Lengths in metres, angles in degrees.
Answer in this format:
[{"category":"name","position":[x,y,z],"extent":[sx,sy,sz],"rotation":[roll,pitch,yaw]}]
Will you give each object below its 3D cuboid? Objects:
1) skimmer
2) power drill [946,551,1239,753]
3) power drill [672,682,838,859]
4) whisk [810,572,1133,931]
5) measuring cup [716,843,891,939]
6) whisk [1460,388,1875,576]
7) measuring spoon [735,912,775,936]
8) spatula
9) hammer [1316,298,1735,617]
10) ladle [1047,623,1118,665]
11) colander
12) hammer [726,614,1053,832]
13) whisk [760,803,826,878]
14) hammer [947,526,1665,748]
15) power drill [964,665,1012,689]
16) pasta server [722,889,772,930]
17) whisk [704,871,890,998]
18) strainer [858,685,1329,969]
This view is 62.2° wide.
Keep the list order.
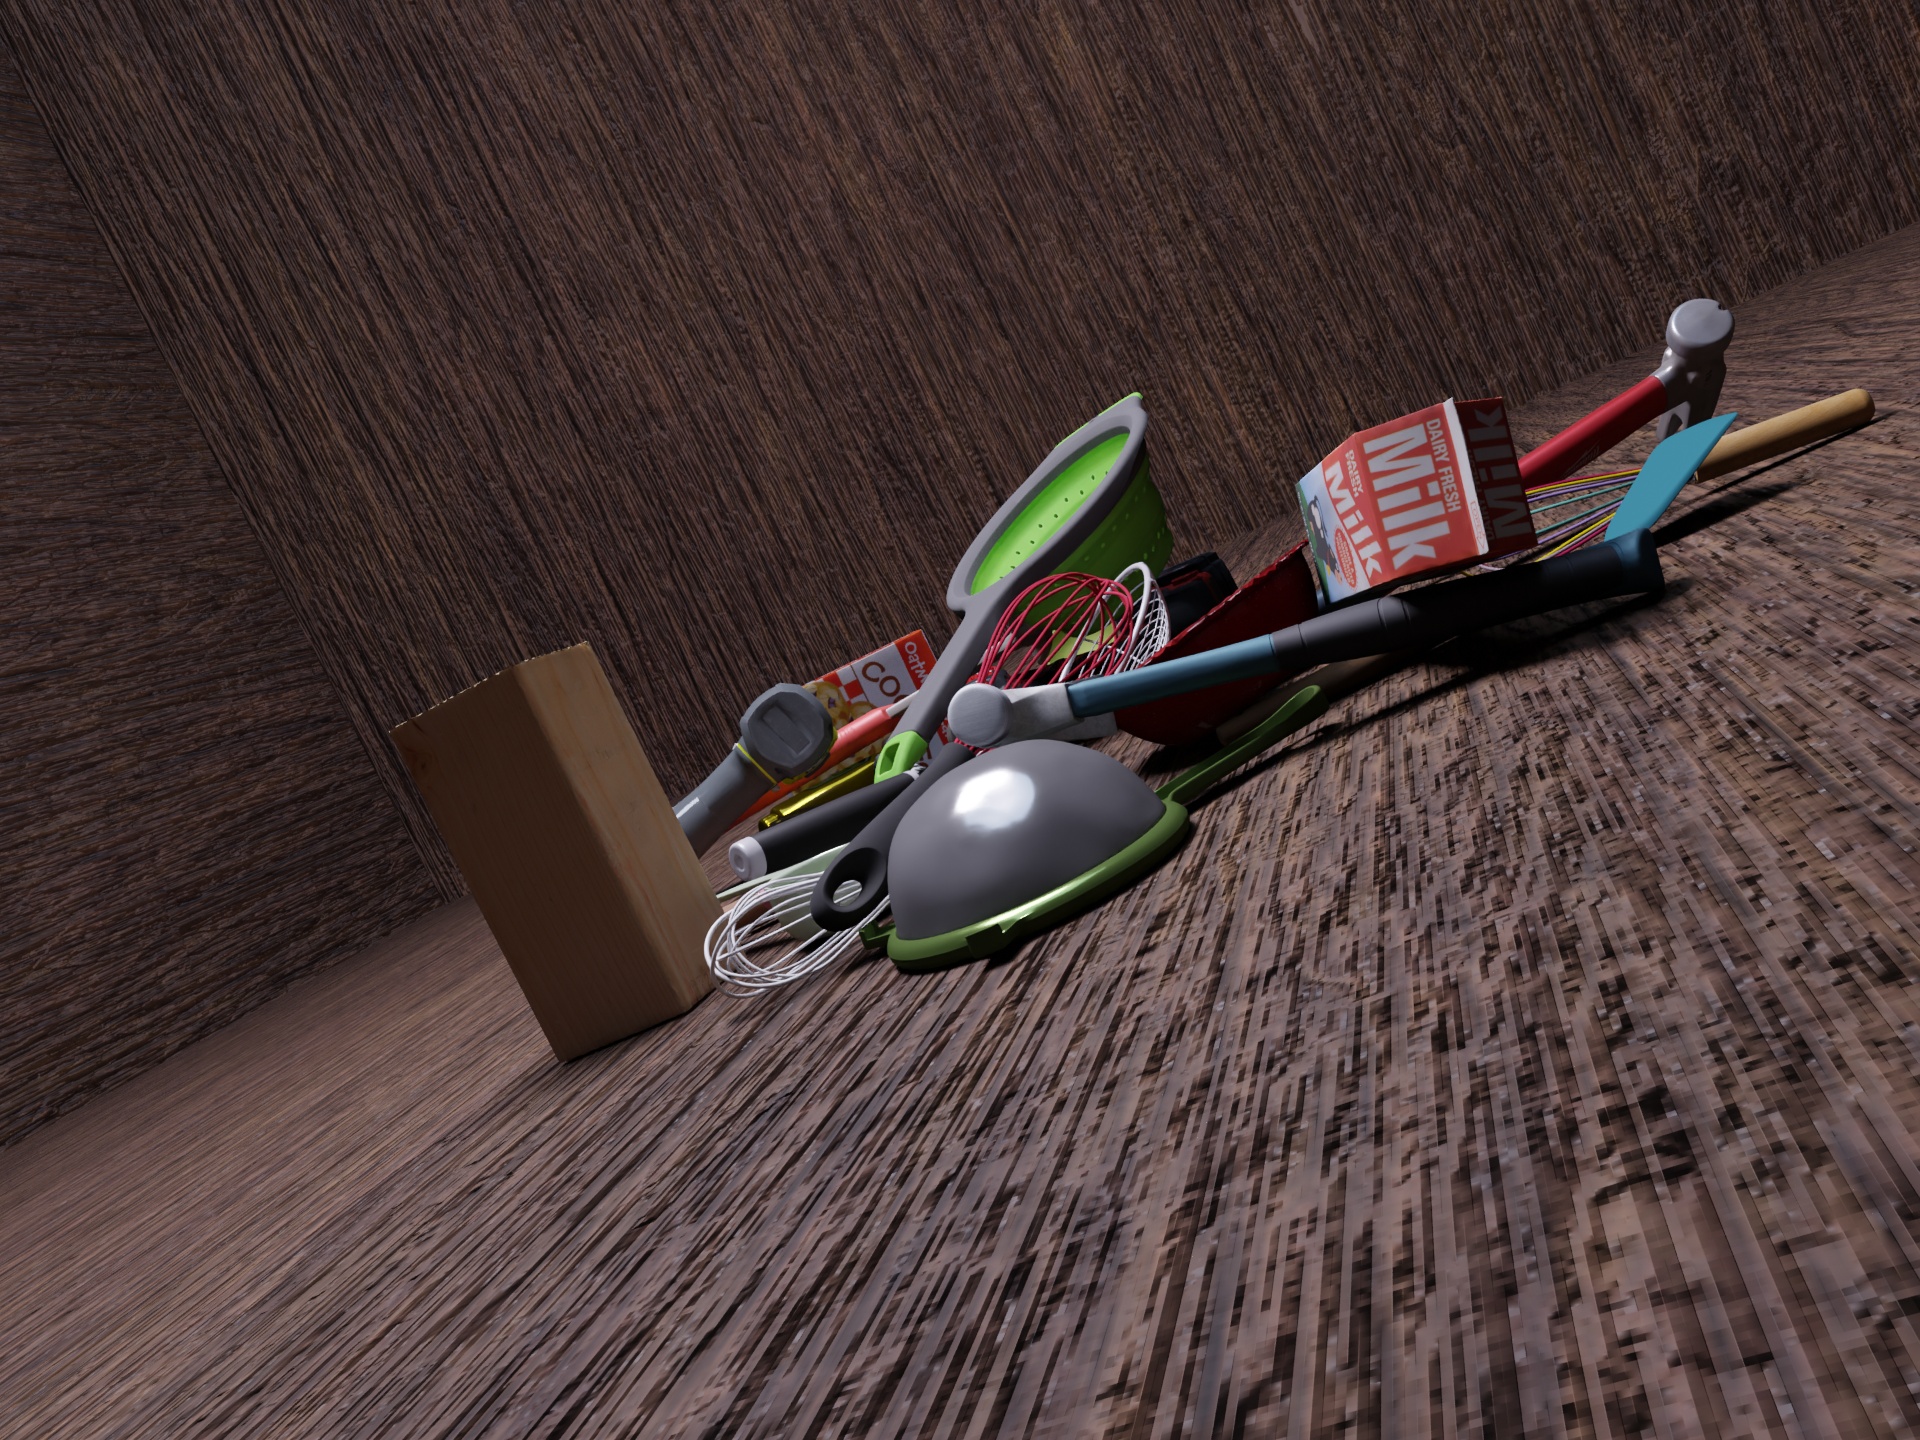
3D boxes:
[{"category":"skimmer","position":[-0.002,-0.003,0.960],"extent":[0.363,0.090,0.127],"rotation":[-23,-18,-38]},{"category":"power drill","position":[0.107,-0.041,1.268],"extent":[0.227,0.080,0.188],"rotation":[-33,8,-38]},{"category":"power drill","position":[-0.178,0.069,1.107],"extent":[0.223,0.080,0.171],"rotation":[-44,0,-6]},{"category":"whisk","position":[0.010,0.009,0.851],"extent":[0.073,0.073,0.296],"rotation":[-21,22,49]},{"category":"measuring cup","position":[-0.096,0.105,0.913],"extent":[0.083,0.038,0.167],"rotation":[-27,4,-44]},{"category":"whisk","position":[0.409,-0.139,0.940],"extent":[0.245,0.047,0.051],"rotation":[-20,4,14]},{"category":"measuring spoon","position":[-0.097,0.114,1.017],"extent":[0.124,0.018,0.034],"rotation":[-32,-7,2]},{"category":"spatula","position":[0.275,-0.072,0.861],"extent":[0.317,0.044,0.082],"rotation":[-27,1,-3]},{"category":"hammer","position":[0.325,-0.121,1.031],"extent":[0.386,0.038,0.143],"rotation":[-33,-29,-2]},{"category":"ladle","position":[0.099,-0.045,1.475],"extent":[0.078,0.062,0.320],"rotation":[-23,8,15]},{"category":"colander","position":[0.058,-0.073,1.146],"extent":[0.204,0.094,0.397],"rotation":[-28,25,49]},{"category":"hammer","position":[-0.083,0.013,1.316],"extent":[0.359,0.037,0.149],"rotation":[-31,-9,-3]},{"category":"whisk","position":[-0.038,0.060,1.108],"extent":[0.239,0.055,0.055],"rotation":[-22,3,-15]},{"category":"hammer","position":[0.165,-0.036,0.763],"extent":[0.331,0.033,0.128],"rotation":[-14,-5,14]},{"category":"power drill","position":[-0.044,0.010,1.536],"extent":[0.219,0.078,0.143],"rotation":[-22,5,7]},{"category":"pasta server","position":[-0.137,0.128,0.985],"extent":[0.316,0.040,0.060],"rotation":[-28,3,22]},{"category":"whisk","position":[-0.029,0.080,0.838],"extent":[0.246,0.059,0.058],"rotation":[-24,39,-34]},{"category":"strainer","position":[0.065,0.025,0.740],"extent":[0.256,0.069,0.151],"rotation":[-29,5,-22]}]
